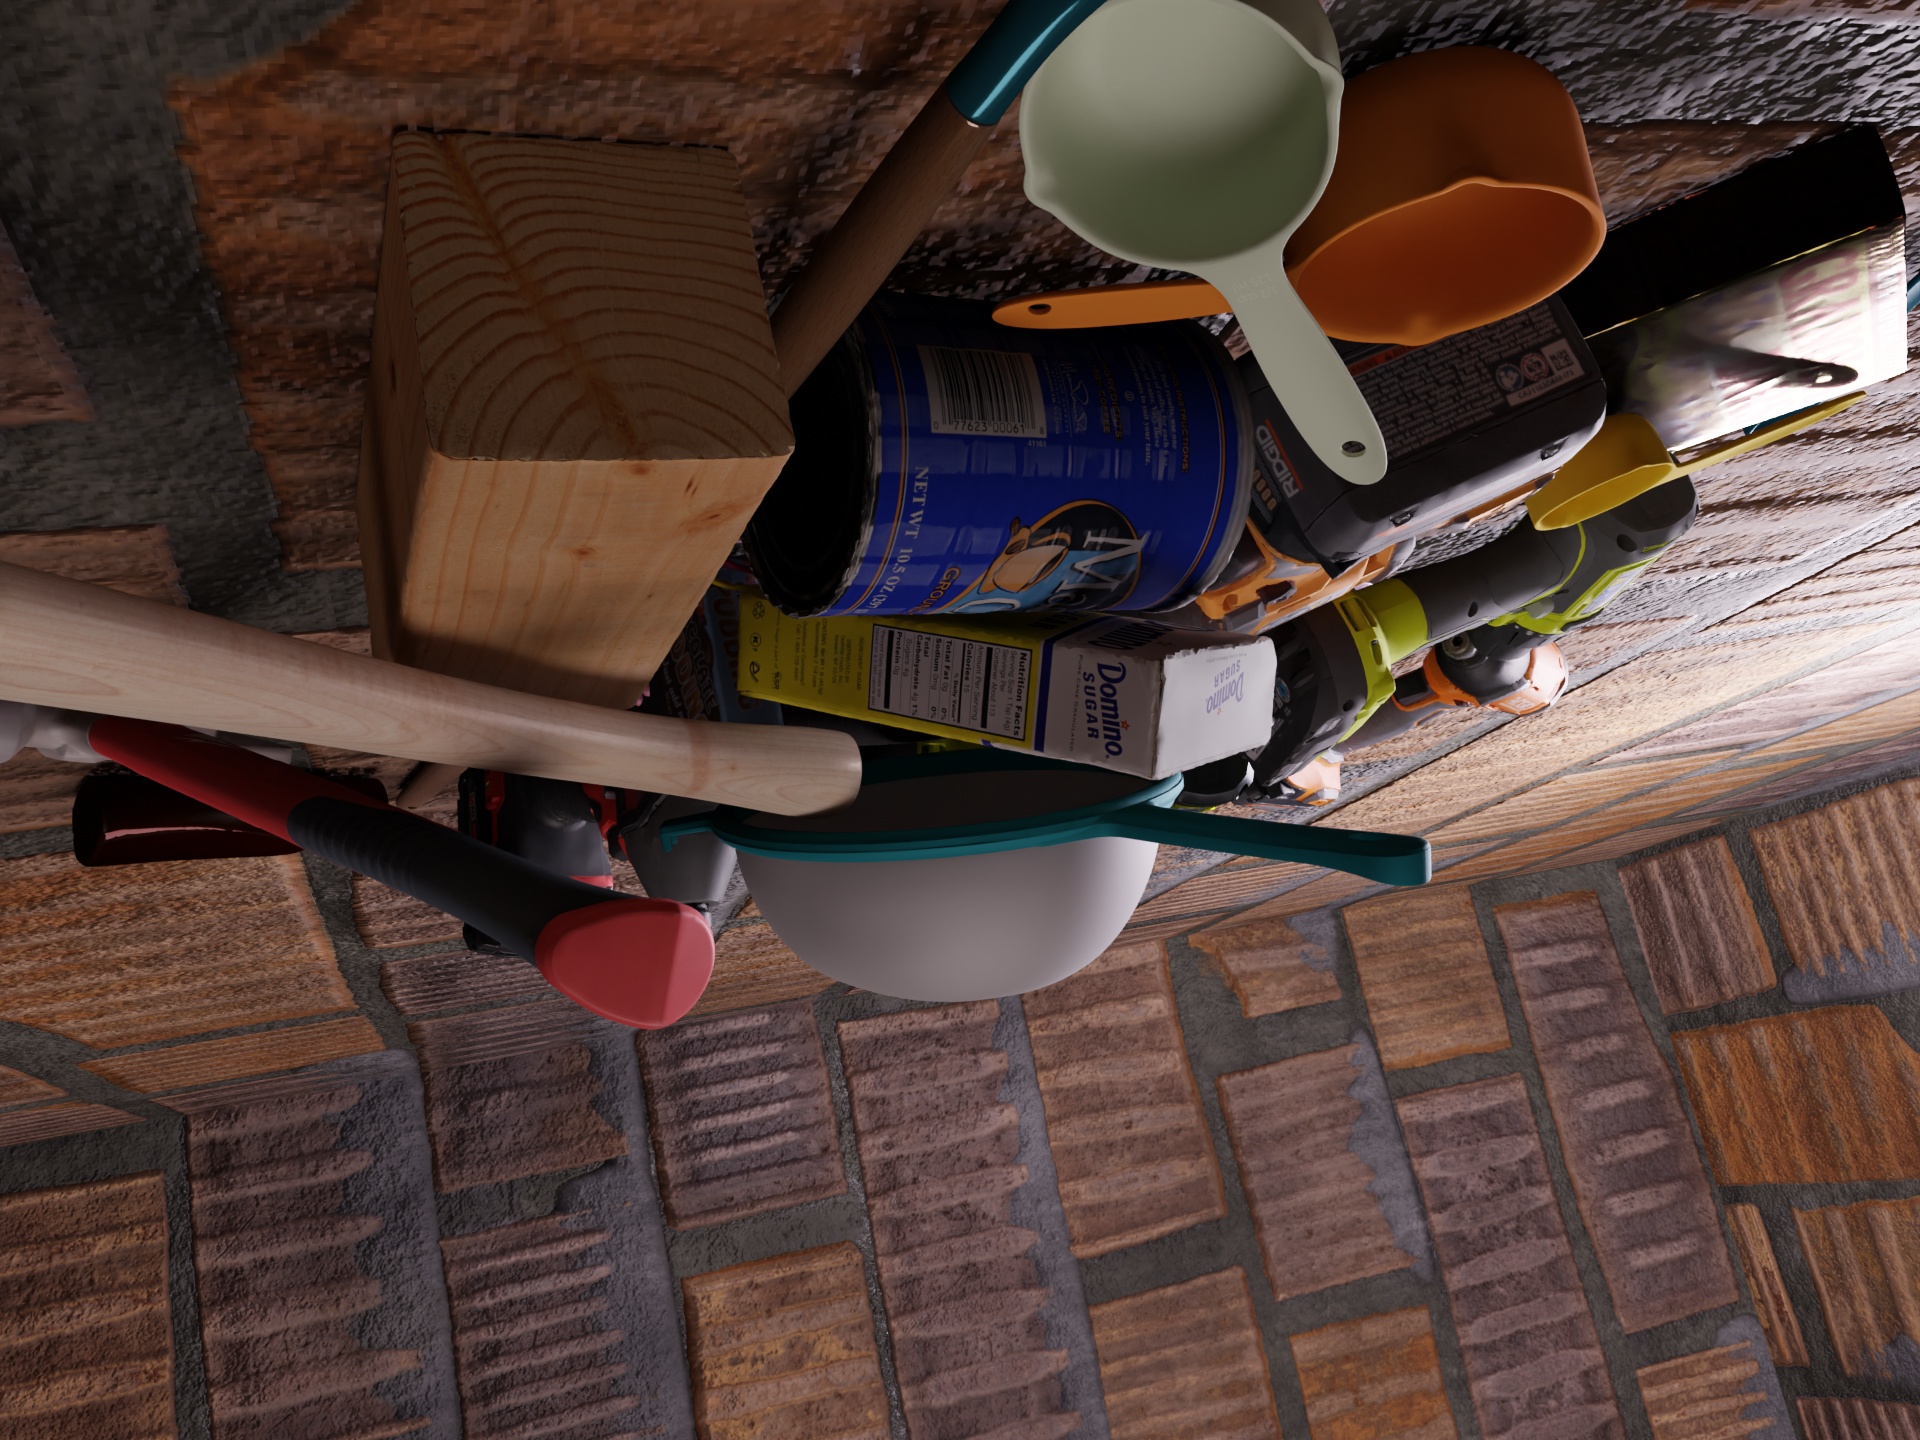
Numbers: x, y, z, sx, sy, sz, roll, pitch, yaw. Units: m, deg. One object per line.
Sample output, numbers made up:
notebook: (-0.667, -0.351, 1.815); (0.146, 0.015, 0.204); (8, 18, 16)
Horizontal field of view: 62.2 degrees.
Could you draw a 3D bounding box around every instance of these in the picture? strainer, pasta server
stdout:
strainer: (0.043, 0.076, 0.673); (0.340, 0.095, 0.211); (4, -169, 45)
pasta server: (-0.239, 0.008, 0.810); (0.060, 0.040, 0.316); (12, 156, -32)

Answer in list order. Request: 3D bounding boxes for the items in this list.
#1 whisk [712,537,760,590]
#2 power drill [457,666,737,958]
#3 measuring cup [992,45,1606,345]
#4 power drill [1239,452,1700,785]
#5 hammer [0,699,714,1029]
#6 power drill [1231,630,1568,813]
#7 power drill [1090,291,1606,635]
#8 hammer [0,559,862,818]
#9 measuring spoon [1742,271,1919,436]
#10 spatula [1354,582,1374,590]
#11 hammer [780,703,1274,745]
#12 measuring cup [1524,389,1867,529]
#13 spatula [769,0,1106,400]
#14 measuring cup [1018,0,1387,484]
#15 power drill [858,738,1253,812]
whisk: (-0.006, -0.083, 0.645); (0.245, 0.047, 0.051); (-6, 164, -33)
power drill: (-0.185, 0.056, 0.833); (0.078, 0.143, 0.219); (5, 161, -38)
measuring cup: (0.094, -0.148, 0.464); (0.173, 0.052, 0.095); (-5, 167, 7)
power drill: (0.246, -0.050, 0.829); (0.228, 0.080, 0.190); (-23, 163, -12)
hammer: (-0.217, 0.035, 0.577); (0.386, 0.038, 0.143); (14, -176, 38)
power drill: (0.288, -0.011, 1.093); (0.226, 0.084, 0.164); (-25, 161, 28)
power drill: (0.119, -0.077, 0.621); (0.185, 0.084, 0.226); (-24, 172, -12)
hammer: (-0.166, 0.001, 0.478); (0.146, 0.038, 0.410); (-17, 164, 26)
measuring spoon: (0.387, -0.169, 0.698); (0.042, 0.021, 0.128); (-19, 159, -19)
spatula: (0.176, -0.080, 0.849); (0.060, 0.018, 0.315); (-24, 162, 22)
hammer: (-0.001, -0.003, 0.806); (0.331, 0.033, 0.128); (-2, -176, 30)
measuring cup: (0.299, -0.118, 0.649); (0.156, 0.029, 0.062); (-20, 168, -11)
spatula: (-0.017, -0.131, 0.385); (0.044, 0.082, 0.317); (-41, -178, -37)
measuring cup: (0.078, -0.127, 0.417); (0.083, 0.038, 0.167); (-10, 141, 33)
power drill: (0.049, 0.032, 0.967); (0.223, 0.080, 0.171); (0, 172, -5)
